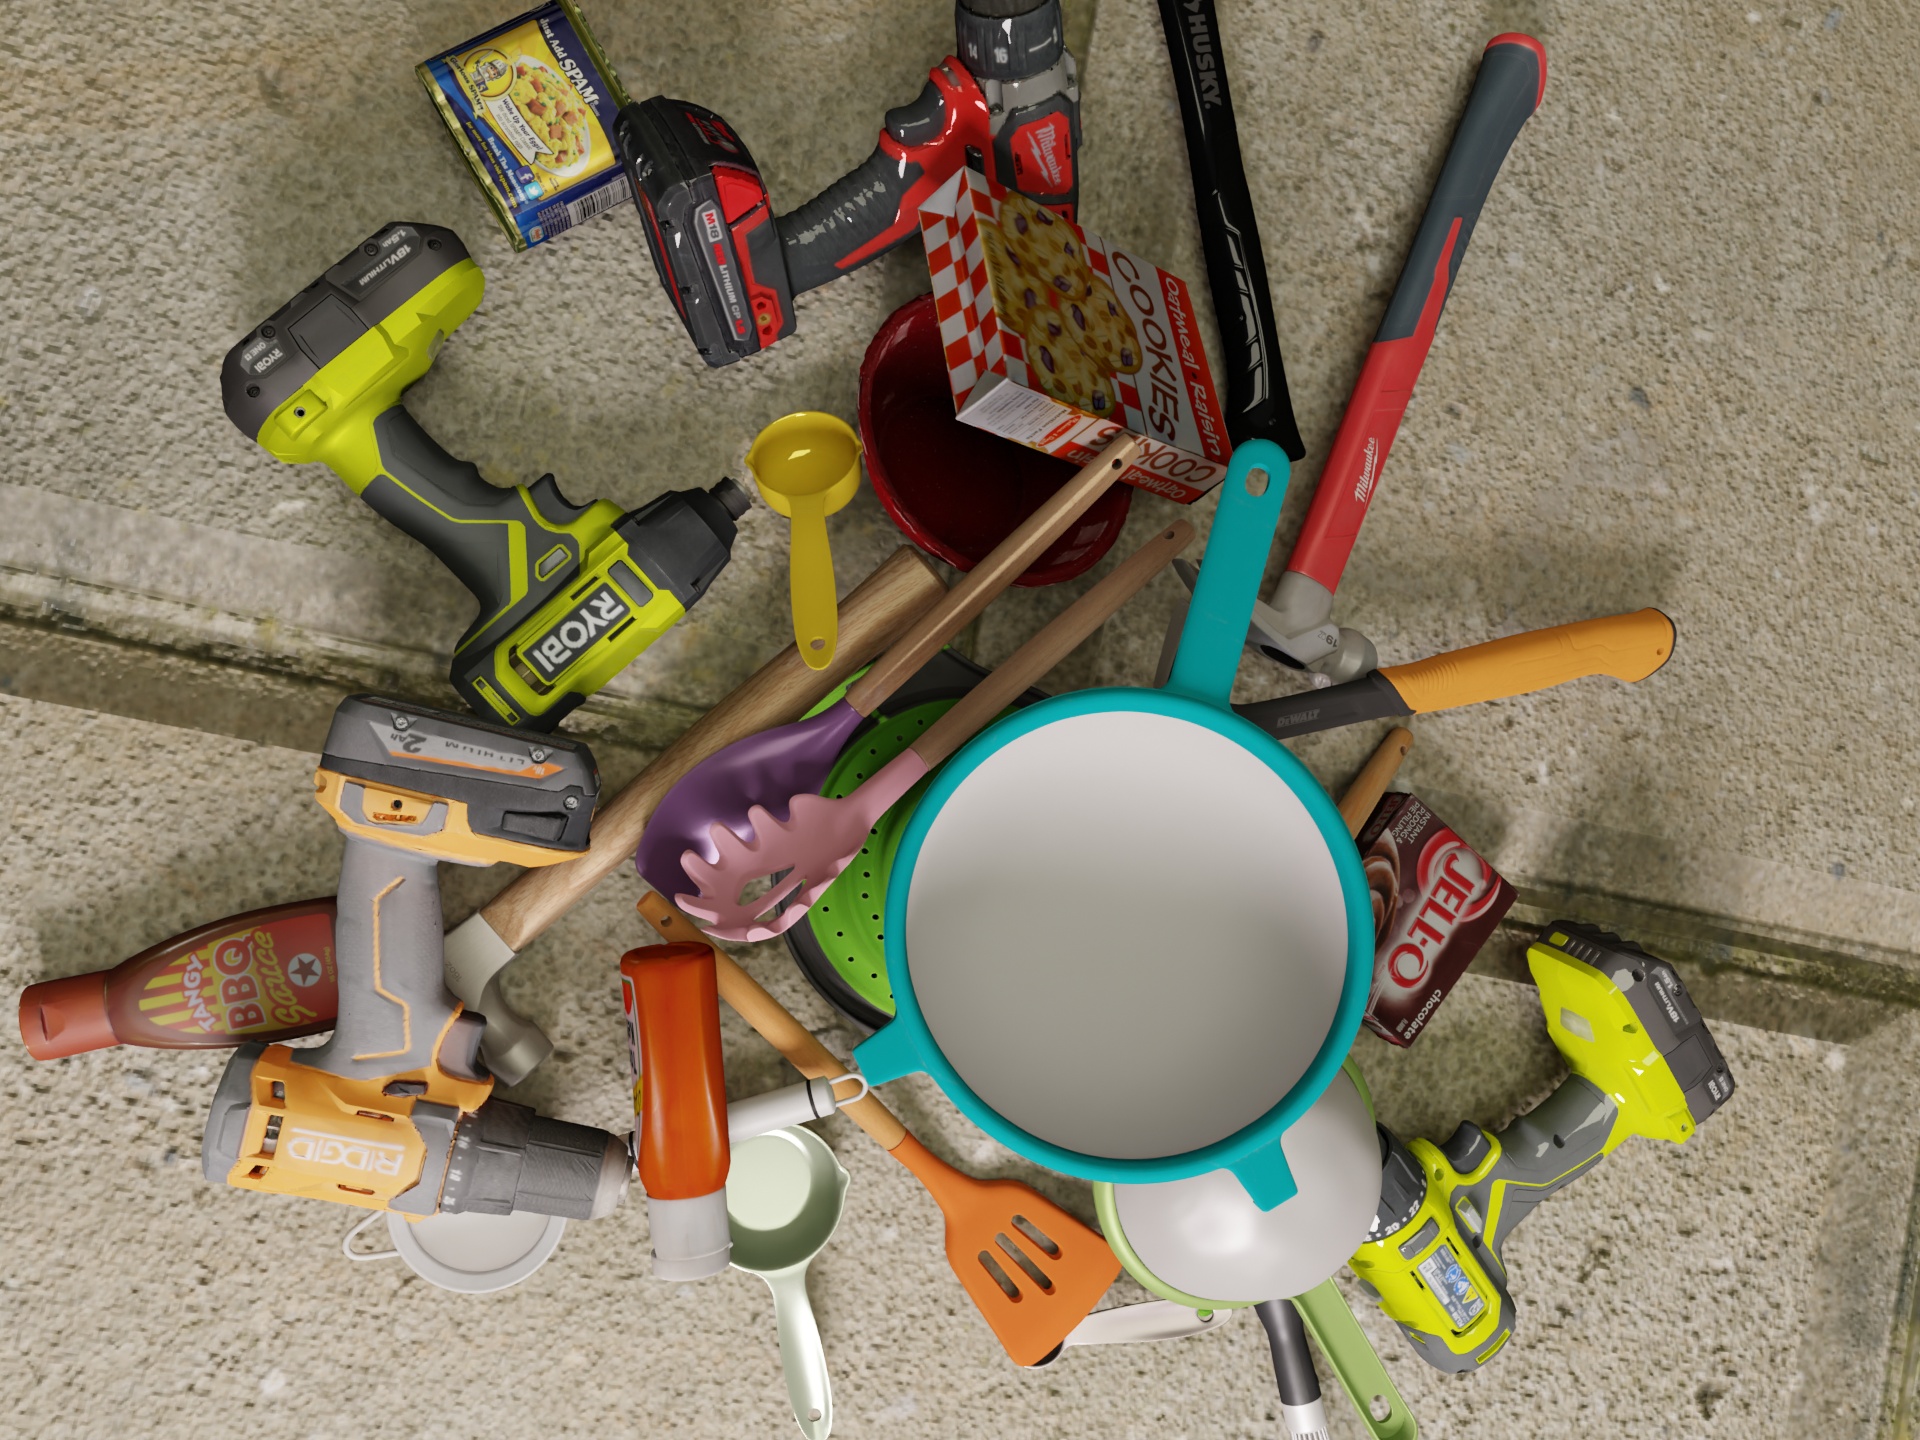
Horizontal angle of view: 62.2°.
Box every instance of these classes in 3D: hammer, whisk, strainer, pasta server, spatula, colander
[{"bbox_3d":[-0.143,0.028,0.793,0.331,0.031,0.130,-41,95,-2],"label":"hammer"},{"bbox_3d":[0.194,0.407,0.863,0.070,0.070,0.285,-12,86,-12],"label":"whisk"},{"bbox_3d":[0.234,-0.216,0.872,0.143,0.038,0.386,29,79,-36],"label":"hammer"},{"bbox_3d":[-0.169,0.214,0.778,0.258,0.050,0.087,-16,92,0],"label":"strainer"},{"bbox_3d":[-0.001,-0.002,0.760,0.316,0.040,0.060,-40,61,-15],"label":"pasta server"},{"bbox_3d":[-0.046,0.200,0.808,0.081,0.041,0.322,-45,107,-7],"label":"spatula"},{"bbox_3d":[0.147,-0.307,0.878,0.146,0.035,0.335,-11,91,-11],"label":"hammer"},{"bbox_3d":[0.253,-0.026,0.859,0.336,0.034,0.127,-11,125,-21],"label":"hammer"},{"bbox_3d":[0.089,0.037,0.733,0.211,0.095,0.340,17,76,1],"label":"strainer"},{"bbox_3d":[0.050,0.145,0.816,0.204,0.094,0.397,-31,95,-11],"label":"colander"},{"bbox_3d":[-0.034,-0.026,0.763,0.316,0.018,0.059,-42,111,4],"label":"spatula"},{"bbox_3d":[0.168,0.260,0.756,0.151,0.069,0.256,-32,102,-11],"label":"strainer"}]

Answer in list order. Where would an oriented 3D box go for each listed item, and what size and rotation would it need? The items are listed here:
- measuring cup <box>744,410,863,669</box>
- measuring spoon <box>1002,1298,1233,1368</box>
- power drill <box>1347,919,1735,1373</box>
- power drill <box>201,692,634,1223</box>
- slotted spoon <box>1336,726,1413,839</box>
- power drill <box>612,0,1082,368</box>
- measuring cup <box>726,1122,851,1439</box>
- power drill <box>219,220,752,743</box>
[{"bbox_3d":[-0.074,-0.087,0.797,0.062,0.029,0.157,-7,61,1],"label":"measuring cup"},{"bbox_3d":[0.083,0.321,0.850,0.124,0.018,0.034,-5,85,-3],"label":"measuring spoon"},{"bbox_3d":[0.290,0.216,0.858,0.228,0.080,0.190,-39,111,-10],"label":"power drill"},{"bbox_3d":[-0.223,0.116,0.723,0.185,0.084,0.226,14,90,-10],"label":"power drill"},{"bbox_3d":[0.160,0.114,0.834,0.314,0.031,0.070,-49,121,-26],"label":"slotted spoon"},{"bbox_3d":[-0.046,-0.286,0.770,0.226,0.187,0.080,-23,54,-10],"label":"power drill"},{"bbox_3d":[-0.090,0.283,0.814,0.083,0.038,0.167,-12,93,-12],"label":"measuring cup"},{"bbox_3d":[-0.226,-0.122,0.778,0.171,0.080,0.223,-43,101,-9],"label":"power drill"}]
